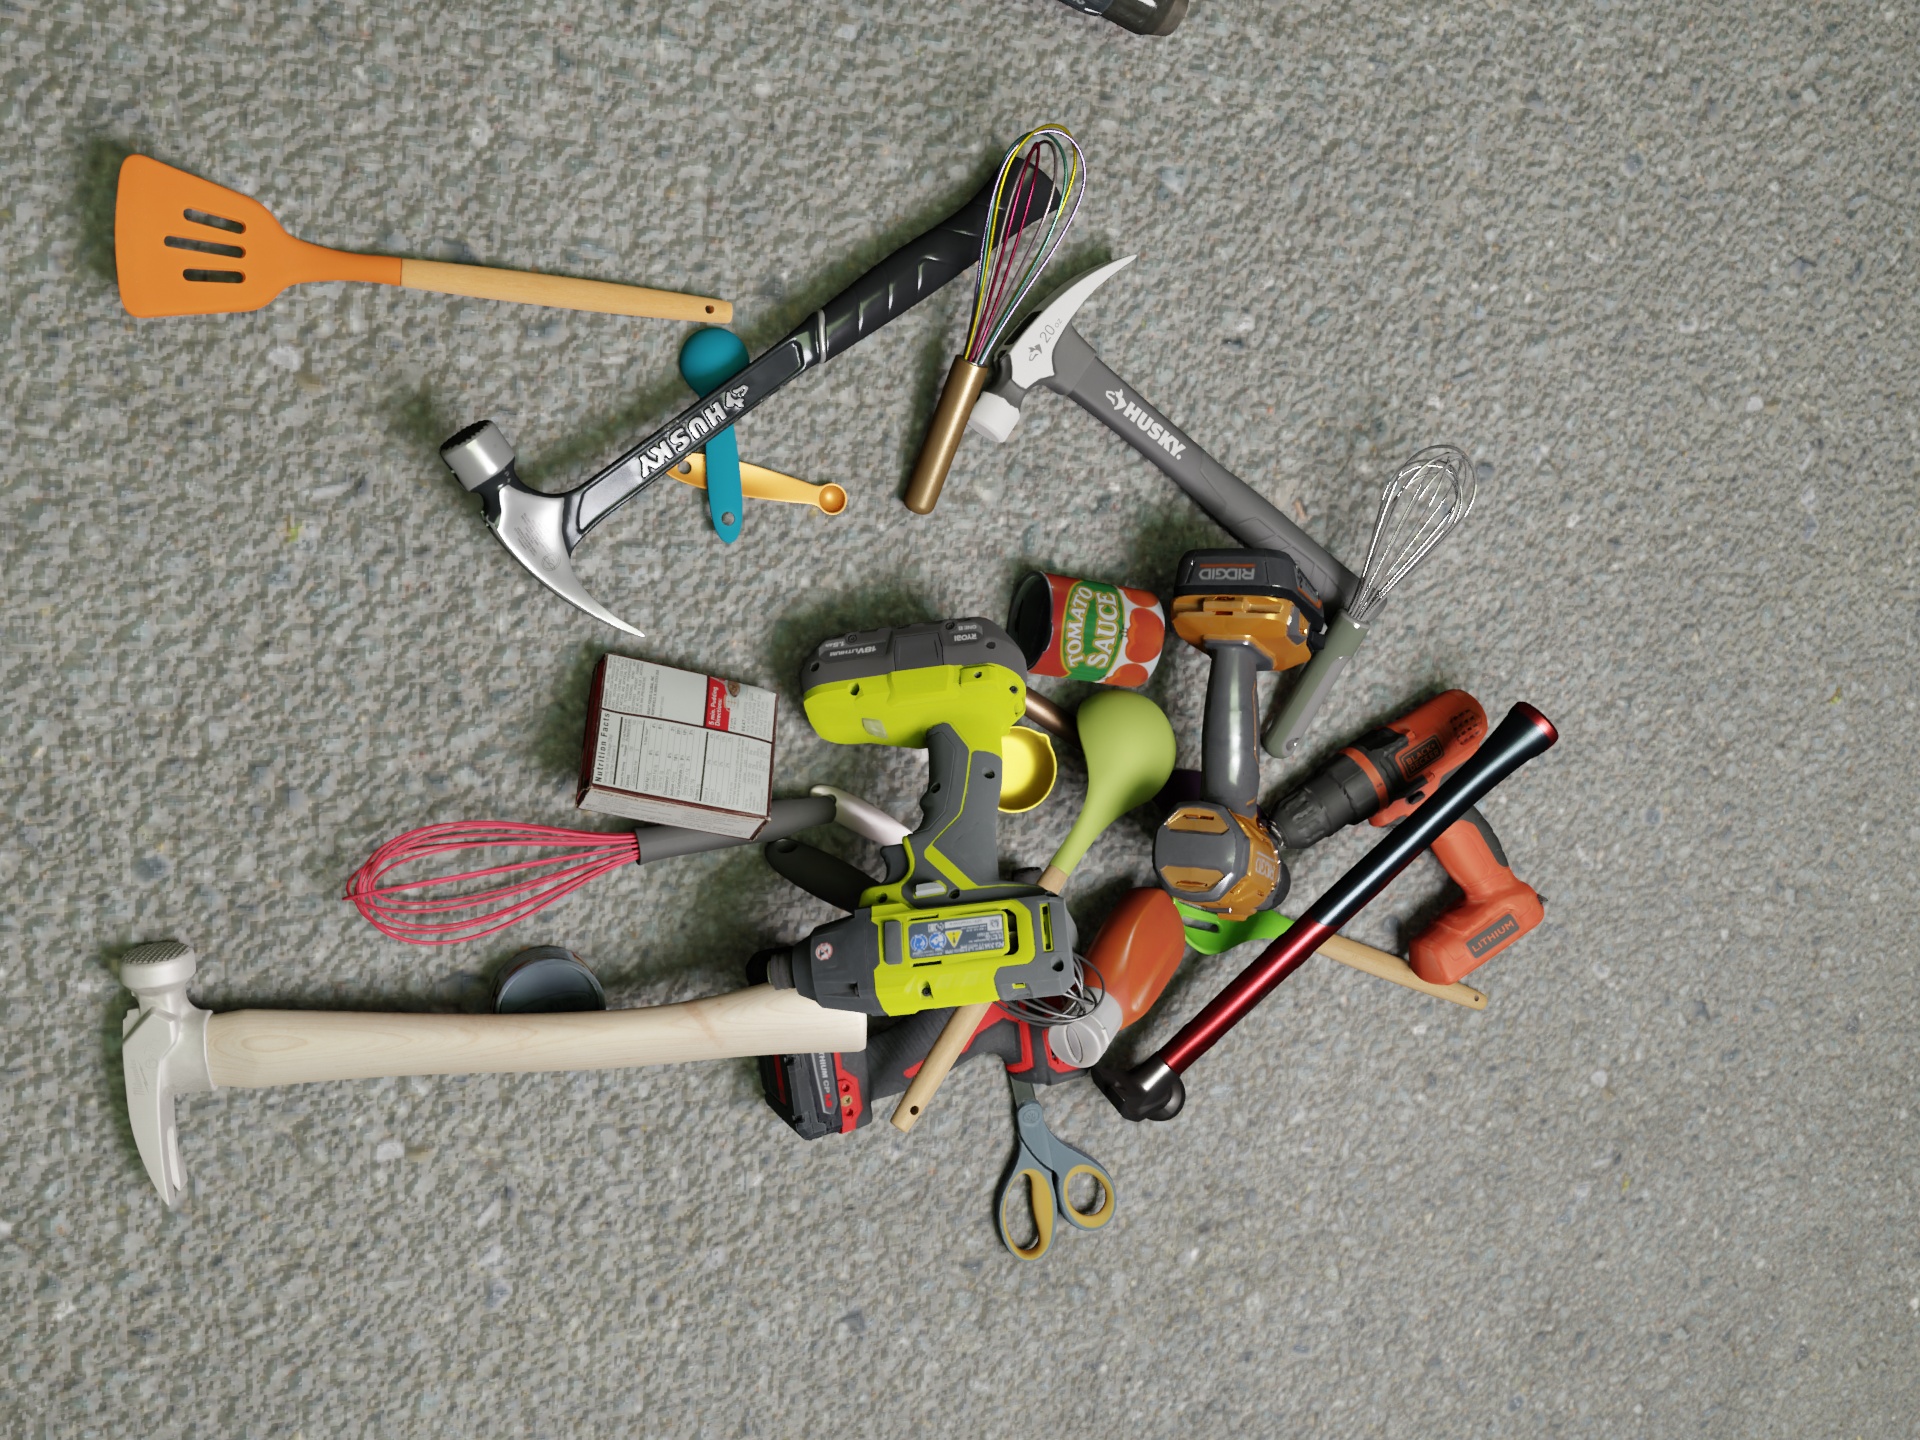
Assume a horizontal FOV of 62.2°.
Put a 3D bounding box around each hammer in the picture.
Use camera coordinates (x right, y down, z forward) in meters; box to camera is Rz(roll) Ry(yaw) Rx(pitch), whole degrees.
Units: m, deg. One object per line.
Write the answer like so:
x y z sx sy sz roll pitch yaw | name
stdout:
0.245 0.126 1.063 0.386 0.038 0.143 -44 154 3 | hammer
0.167 -0.166 1.066 0.334 0.035 0.146 34 87 -23 | hammer
-0.260 0.194 0.916 0.410 0.038 0.146 -1 101 -7 | hammer
-0.095 -0.211 0.938 0.409 0.036 0.149 -39 118 -17 | hammer

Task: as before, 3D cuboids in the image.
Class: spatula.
0.100 0.020 1.080 0.315 0.018 0.060 31 66 -22 | spatula
-0.283 -0.244 0.877 0.322 0.041 0.081 1 98 -22 | spatula

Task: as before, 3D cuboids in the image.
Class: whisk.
0.011 -0.238 0.958 0.051 0.047 0.245 28 113 14 | whisk
-0.213 0.079 0.950 0.295 0.073 0.073 -10 103 -24 | whisk
0.272 -0.075 1.080 0.057 0.059 0.246 1 124 -45 | whisk
-0.020 0.123 0.967 0.055 0.239 0.055 -48 152 -37 | whisk

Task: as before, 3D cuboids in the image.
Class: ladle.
0.042 0.116 1.009 0.078 0.062 0.320 40 74 -22 | ladle

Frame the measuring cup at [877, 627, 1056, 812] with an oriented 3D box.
-0.002 -0.003 1.040 0.156 0.029 0.062 45 82 -10 | measuring cup

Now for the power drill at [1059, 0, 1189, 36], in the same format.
0.081 -0.541 0.949 0.187 0.080 0.226 18 95 -23 | power drill

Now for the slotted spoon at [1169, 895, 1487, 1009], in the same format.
0.272 0.168 1.168 0.313 0.031 0.070 21 73 -25 | slotted spoon

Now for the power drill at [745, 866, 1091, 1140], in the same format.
-0.019 0.180 1.030 0.219 0.078 0.143 -9 95 -23 | power drill

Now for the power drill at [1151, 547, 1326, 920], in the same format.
0.187 0.018 1.046 0.185 0.084 0.226 27 68 -62 | power drill

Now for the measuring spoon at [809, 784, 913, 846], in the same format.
-0.045 0.074 1.034 0.124 0.018 0.034 30 88 -22 | measuring spoon

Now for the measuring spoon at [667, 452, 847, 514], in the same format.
-0.126 -0.145 0.972 0.117 0.011 0.021 10 89 -19 | measuring spoon

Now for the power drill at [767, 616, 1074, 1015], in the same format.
-0.029 0.059 0.932 0.171 0.080 0.223 -7 62 5 | power drill

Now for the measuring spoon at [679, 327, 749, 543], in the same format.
-0.141 -0.170 0.947 0.042 0.021 0.128 -6 95 -18 | measuring spoon
